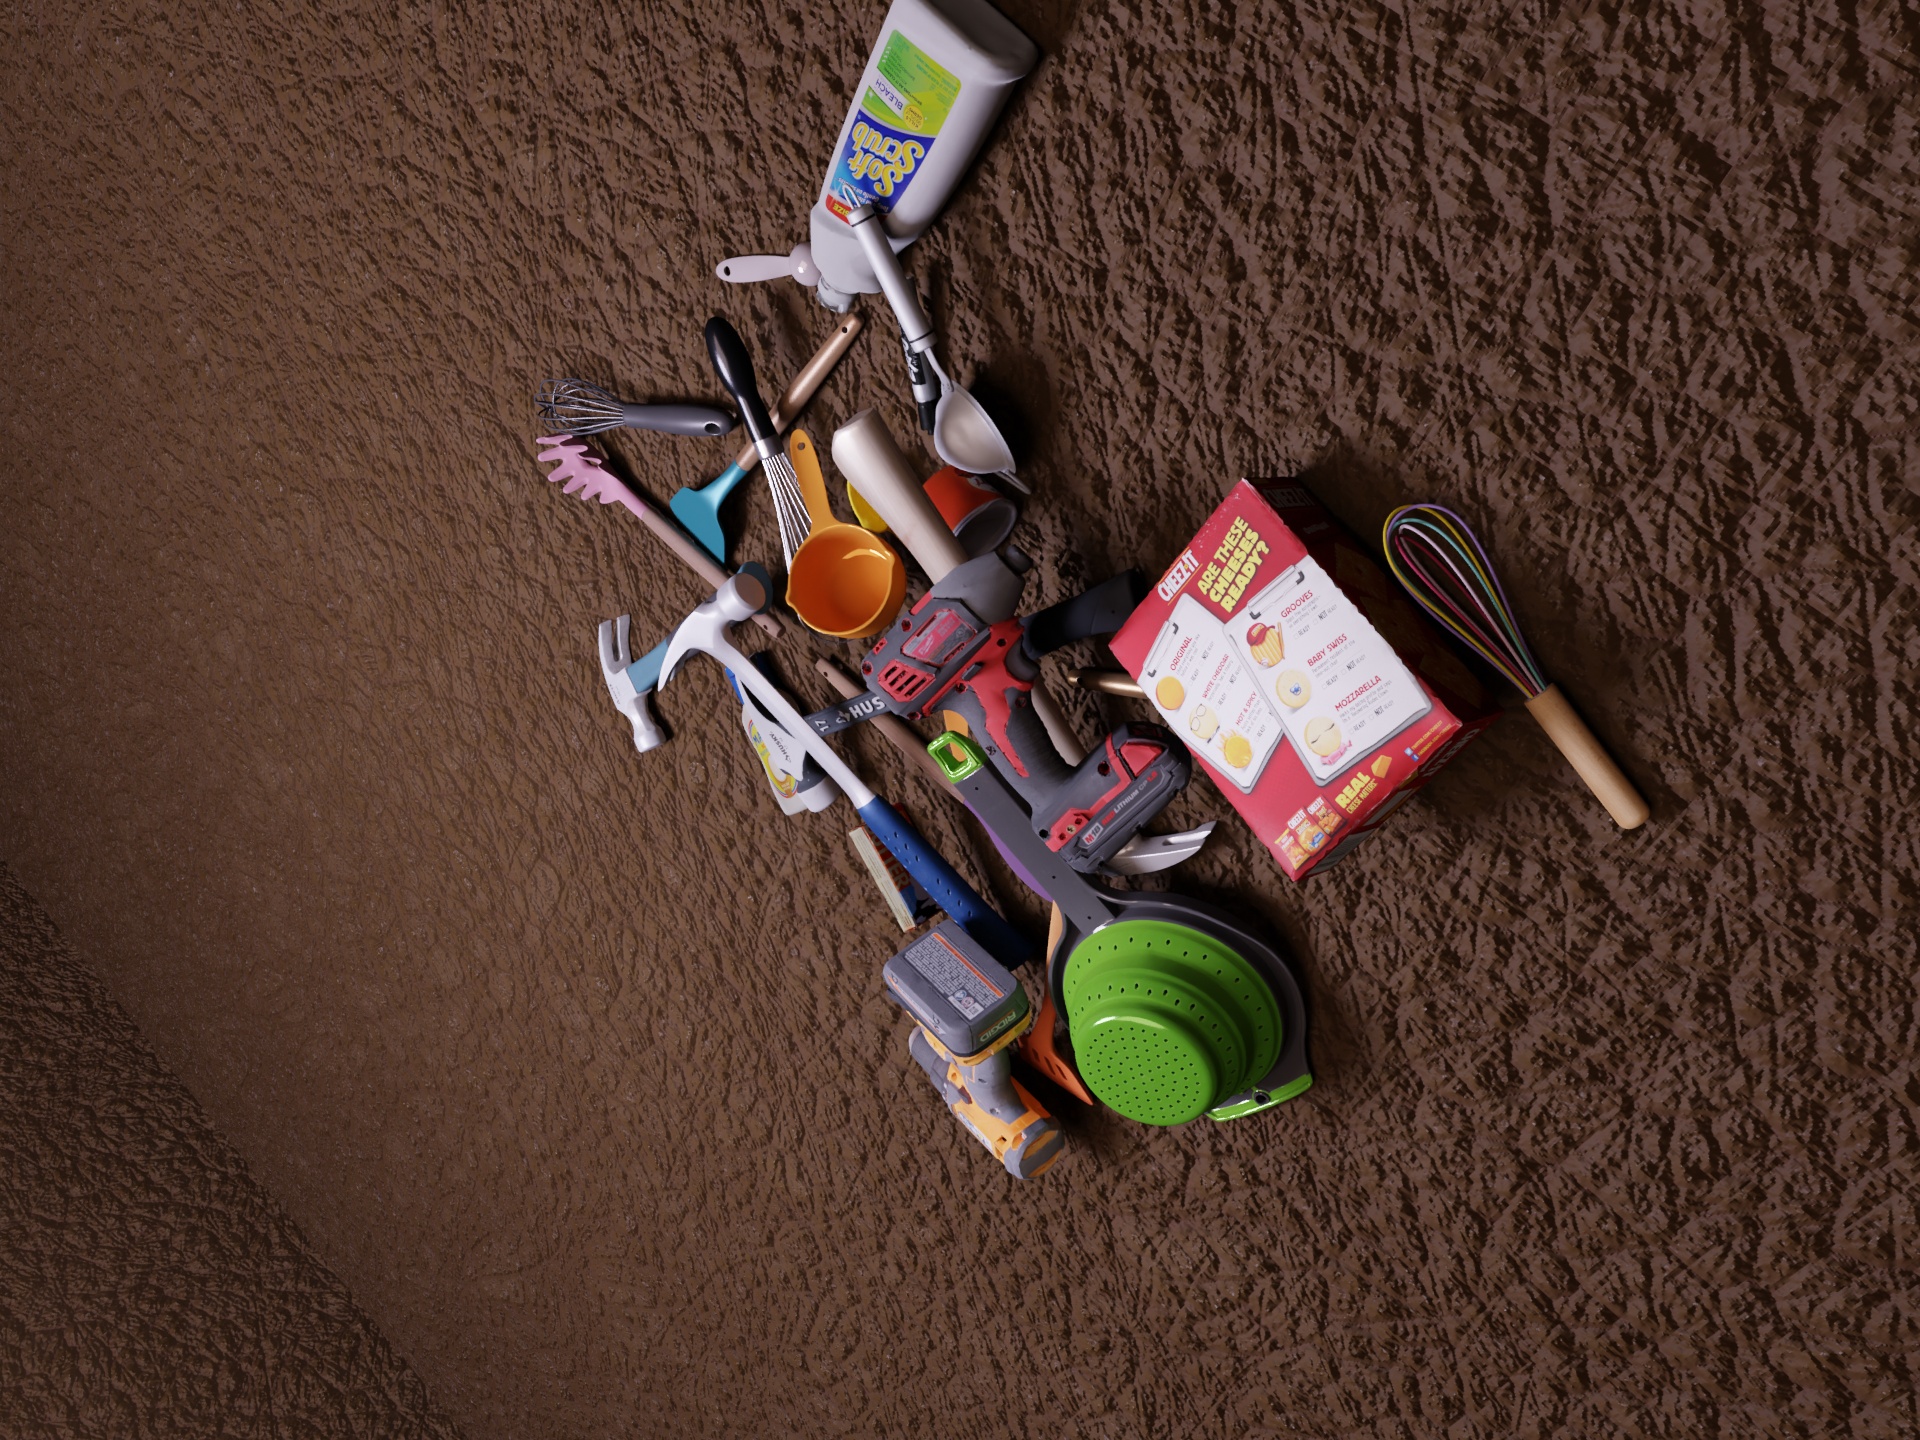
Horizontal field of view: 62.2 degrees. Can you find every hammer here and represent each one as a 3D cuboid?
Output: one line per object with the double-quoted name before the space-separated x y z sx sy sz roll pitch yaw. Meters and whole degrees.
"hammer" 0.038 -0.051 1.176 0.146 0.038 0.410 -15 116 42
"hammer" -0.089 0.061 1.337 0.405 0.035 0.144 48 131 -10
"hammer" -0.254 -0.070 1.464 0.331 0.033 0.128 -27 88 54
"hammer" -0.020 -0.039 1.274 0.409 0.036 0.149 -21 110 38

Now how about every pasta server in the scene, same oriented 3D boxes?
"pasta server" -0.275 -0.170 1.455 0.316 0.040 0.060 41 147 21

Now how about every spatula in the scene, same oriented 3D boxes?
"spatula" 0.084 0.201 1.310 0.081 0.041 0.322 28 132 30
"spatula" -0.011 0.050 1.355 0.316 0.018 0.059 42 136 16
"spatula" -0.165 -0.237 1.345 0.082 0.044 0.317 53 130 5

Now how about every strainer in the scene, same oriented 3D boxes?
"strainer" -0.025 -0.267 1.153 0.258 0.050 0.087 62 168 -18

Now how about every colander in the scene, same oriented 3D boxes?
"colander" 0.099 0.177 1.198 0.204 0.094 0.397 -34 101 38

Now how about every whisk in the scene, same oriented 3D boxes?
"whisk" 0.343 -0.032 0.988 0.245 0.047 0.051 53 134 3
"whisk" -0.145 -0.194 1.300 0.070 0.070 0.284 -9 111 43
"whisk" -0.294 -0.276 1.423 0.239 0.055 0.055 12 118 32

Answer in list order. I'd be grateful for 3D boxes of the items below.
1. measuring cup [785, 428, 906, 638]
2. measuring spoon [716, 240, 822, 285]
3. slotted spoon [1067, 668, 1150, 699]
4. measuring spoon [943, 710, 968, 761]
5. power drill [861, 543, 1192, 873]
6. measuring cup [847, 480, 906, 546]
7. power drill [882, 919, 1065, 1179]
"measuring cup" -0.098 -0.147 1.265 0.095 0.052 0.174 -21 78 16
"measuring spoon" -0.158 -0.363 1.277 0.124 0.018 0.034 9 116 39
"slotted spoon" 0.204 -0.017 1.128 0.314 0.031 0.070 9 110 41
"measuring spoon" -0.002 -0.004 1.261 0.021 0.011 0.116 3 122 15
"power drill" 0.053 -0.012 1.115 0.219 0.078 0.143 43 102 -6
"measuring cup" -0.031 -0.148 1.254 0.157 0.029 0.062 46 145 21
"power drill" 0.001 0.275 1.374 0.186 0.084 0.226 37 153 43
